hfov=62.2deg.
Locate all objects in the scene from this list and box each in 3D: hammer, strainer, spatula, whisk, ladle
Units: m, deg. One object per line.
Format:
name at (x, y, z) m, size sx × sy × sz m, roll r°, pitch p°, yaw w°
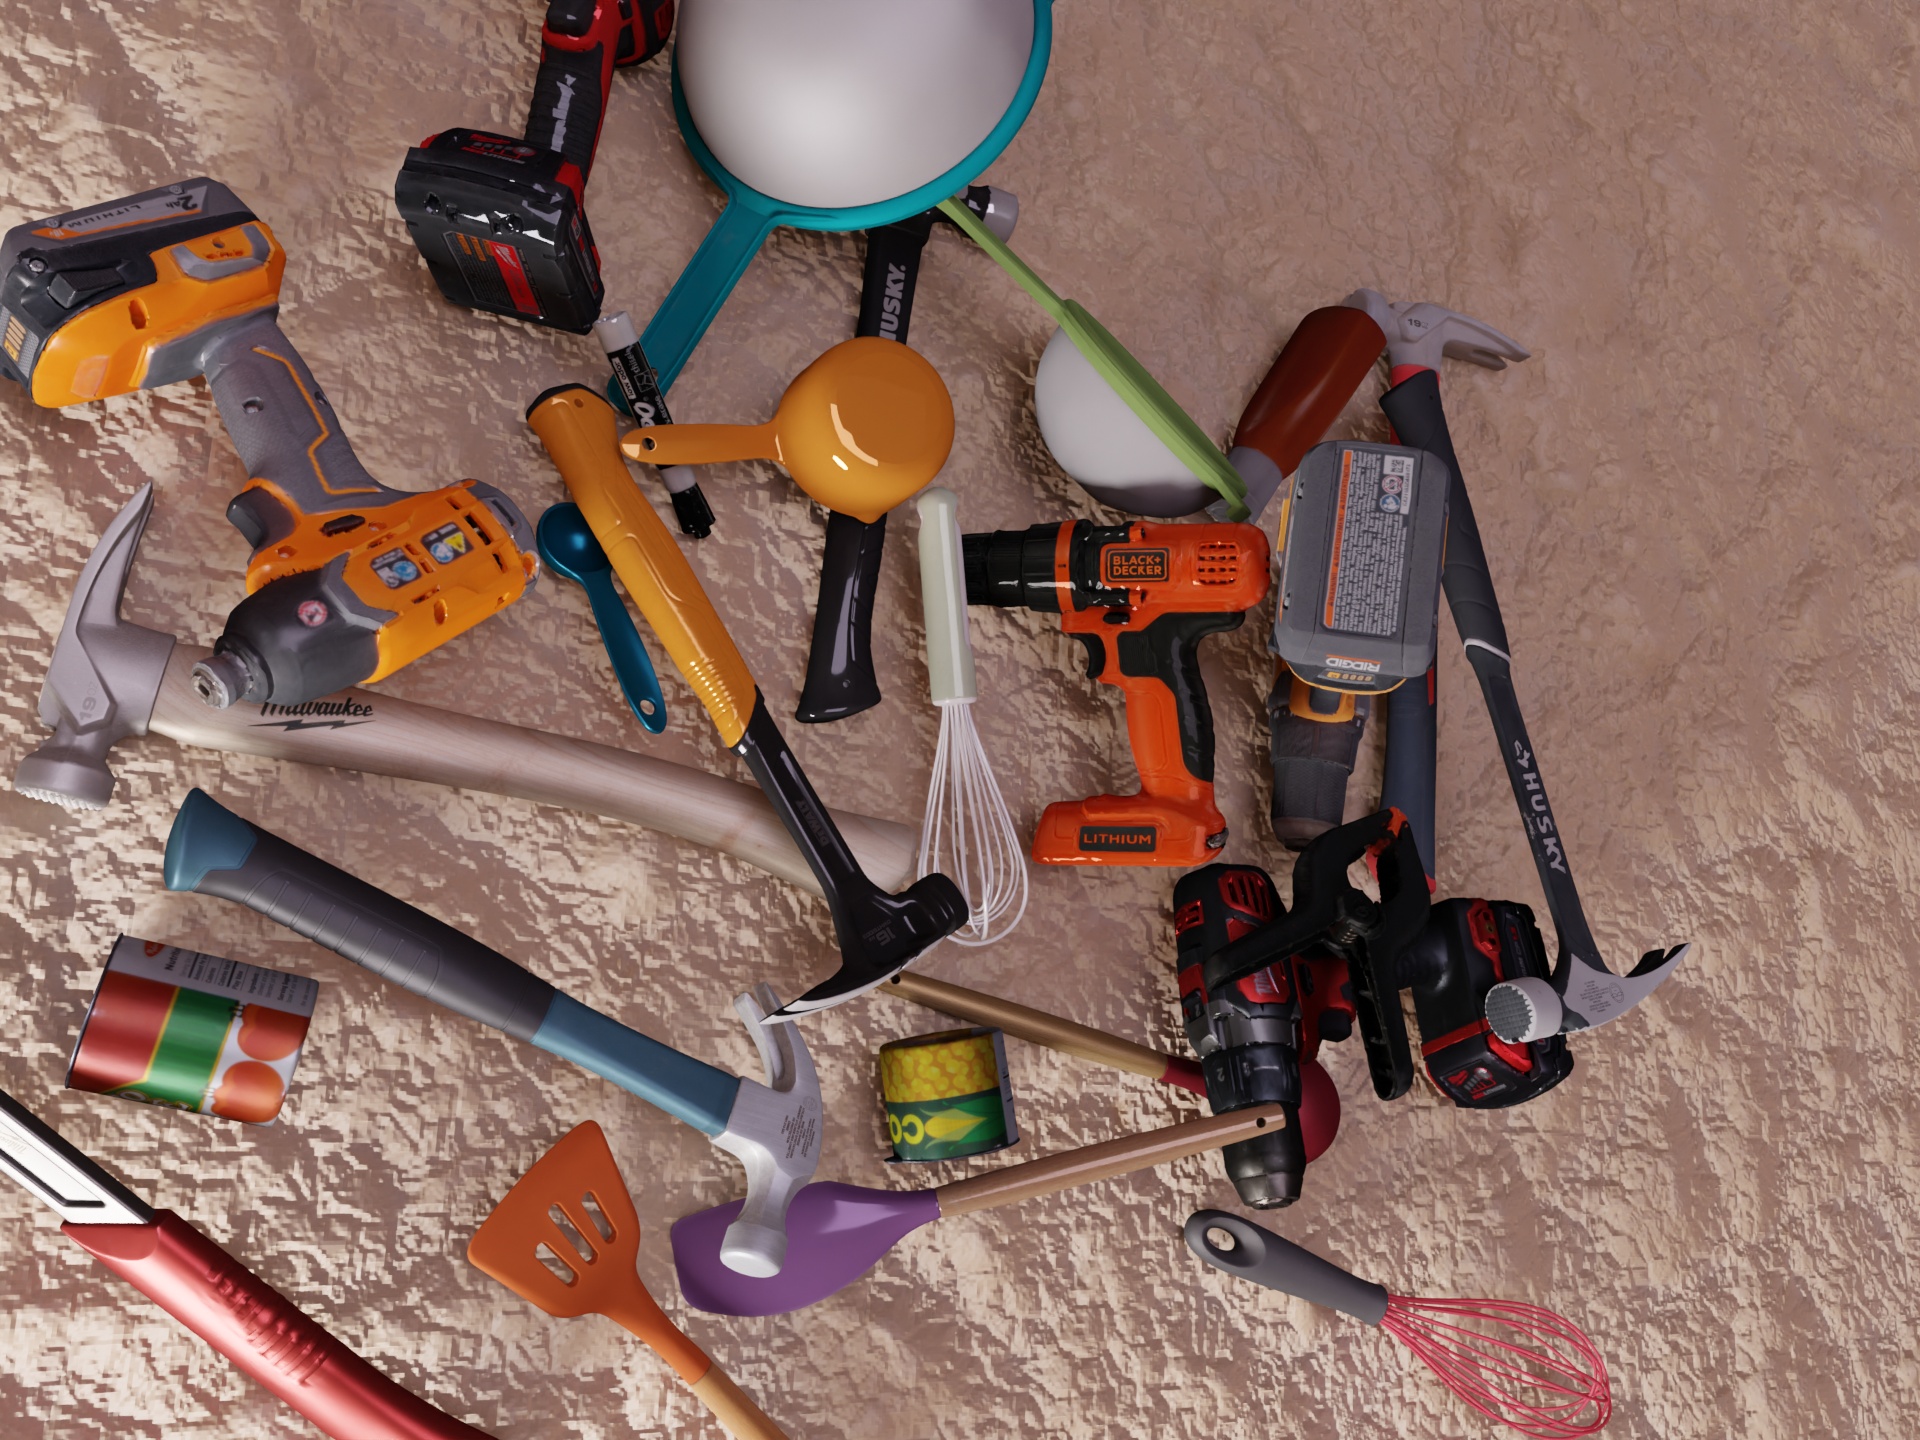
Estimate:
hammer at (-0.210, 0.012, 0.773) m, size 0.410 × 0.038 × 0.146 m, roll 16°, pitch 74°, yaw -22°
hammer at (-0.203, 0.129, 0.725) m, size 0.330 × 0.033 × 0.128 m, roll 33°, pitch 48°, yaw -20°
hammer at (-0.055, -0.161, 0.873) m, size 0.146 × 0.035 × 0.335 m, roll 12°, pitch 77°, yaw -23°
hammer at (0.303, -0.080, 1.023) m, size 0.143 × 0.038 × 0.386 m, roll 9°, pitch 78°, yaw -25°
strainer at (0.051, -0.195, 0.887) m, size 0.256 × 0.152 × 0.069 m, roll 41°, pitch 107°, yaw -16°
spatula at (0.014, 0.239, 0.802) m, size 0.316 × 0.018 × 0.060 m, roll -13°, pitch 87°, yaw -8°
whisk at (-0.001, -0.003, 0.850) m, size 0.059 × 0.058 × 0.246 m, roll -5°, pitch 89°, yaw -1°
whisk at (0.257, 0.346, 0.923) m, size 0.295 × 0.073 × 0.073 m, roll 26°, pitch 72°, yaw -12°
hammer at (-0.328, 0.235, 0.661) m, size 0.149 × 0.037 × 0.358 m, roll -36°, pitch 110°, yaw 15°
hammer at (-0.124, -0.018, 0.780) m, size 0.127 × 0.034 × 0.337 m, roll -26°, pitch 83°, yaw -47°
spatula at (-0.106, 0.331, 0.764) m, size 0.322 × 0.041 × 0.081 m, roll 50°, pitch 57°, yaw -11°
hammer at (0.325, -0.022, 0.949) m, size 0.149 × 0.036 × 0.409 m, roll -4°, pitch 75°, yaw -30°
strainer at (-0.096, -0.314, 0.808) m, size 0.211 × 0.095 × 0.340 m, roll 29°, pitch 84°, yaw 16°
ladle at (0.090, 0.185, 0.888) m, size 0.315 × 0.031 × 0.069 m, roll 21°, pitch 67°, yaw -19°

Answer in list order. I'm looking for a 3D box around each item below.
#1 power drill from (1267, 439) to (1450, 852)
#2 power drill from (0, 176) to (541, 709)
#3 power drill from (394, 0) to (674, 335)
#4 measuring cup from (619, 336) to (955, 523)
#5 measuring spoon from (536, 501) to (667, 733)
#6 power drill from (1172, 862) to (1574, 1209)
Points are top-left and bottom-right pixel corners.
power drill at (0.206, -0.033, 0.878) m, size 0.084 × 0.226 × 0.185 m, roll 8°, pitch 76°, yaw 8°
power drill at (-0.312, -0.112, 0.689) m, size 0.226 × 0.084 × 0.164 m, roll 50°, pitch 44°, yaw -3°
power drill at (-0.195, -0.315, 0.774) m, size 0.078 × 0.143 × 0.220 m, roll 14°, pitch 77°, yaw -1°
measuring cup at (-0.083, -0.150, 0.808) m, size 0.173 × 0.052 × 0.095 m, roll -8°, pitch 86°, yaw -29°
measuring spoon at (-0.178, -0.048, 0.794) m, size 0.042 × 0.021 × 0.129 m, roll -16°, pitch 77°, yaw -44°
power drill at (0.230, 0.180, 0.904) m, size 0.226 × 0.080 × 0.188 m, roll 7°, pitch 61°, yaw -21°
